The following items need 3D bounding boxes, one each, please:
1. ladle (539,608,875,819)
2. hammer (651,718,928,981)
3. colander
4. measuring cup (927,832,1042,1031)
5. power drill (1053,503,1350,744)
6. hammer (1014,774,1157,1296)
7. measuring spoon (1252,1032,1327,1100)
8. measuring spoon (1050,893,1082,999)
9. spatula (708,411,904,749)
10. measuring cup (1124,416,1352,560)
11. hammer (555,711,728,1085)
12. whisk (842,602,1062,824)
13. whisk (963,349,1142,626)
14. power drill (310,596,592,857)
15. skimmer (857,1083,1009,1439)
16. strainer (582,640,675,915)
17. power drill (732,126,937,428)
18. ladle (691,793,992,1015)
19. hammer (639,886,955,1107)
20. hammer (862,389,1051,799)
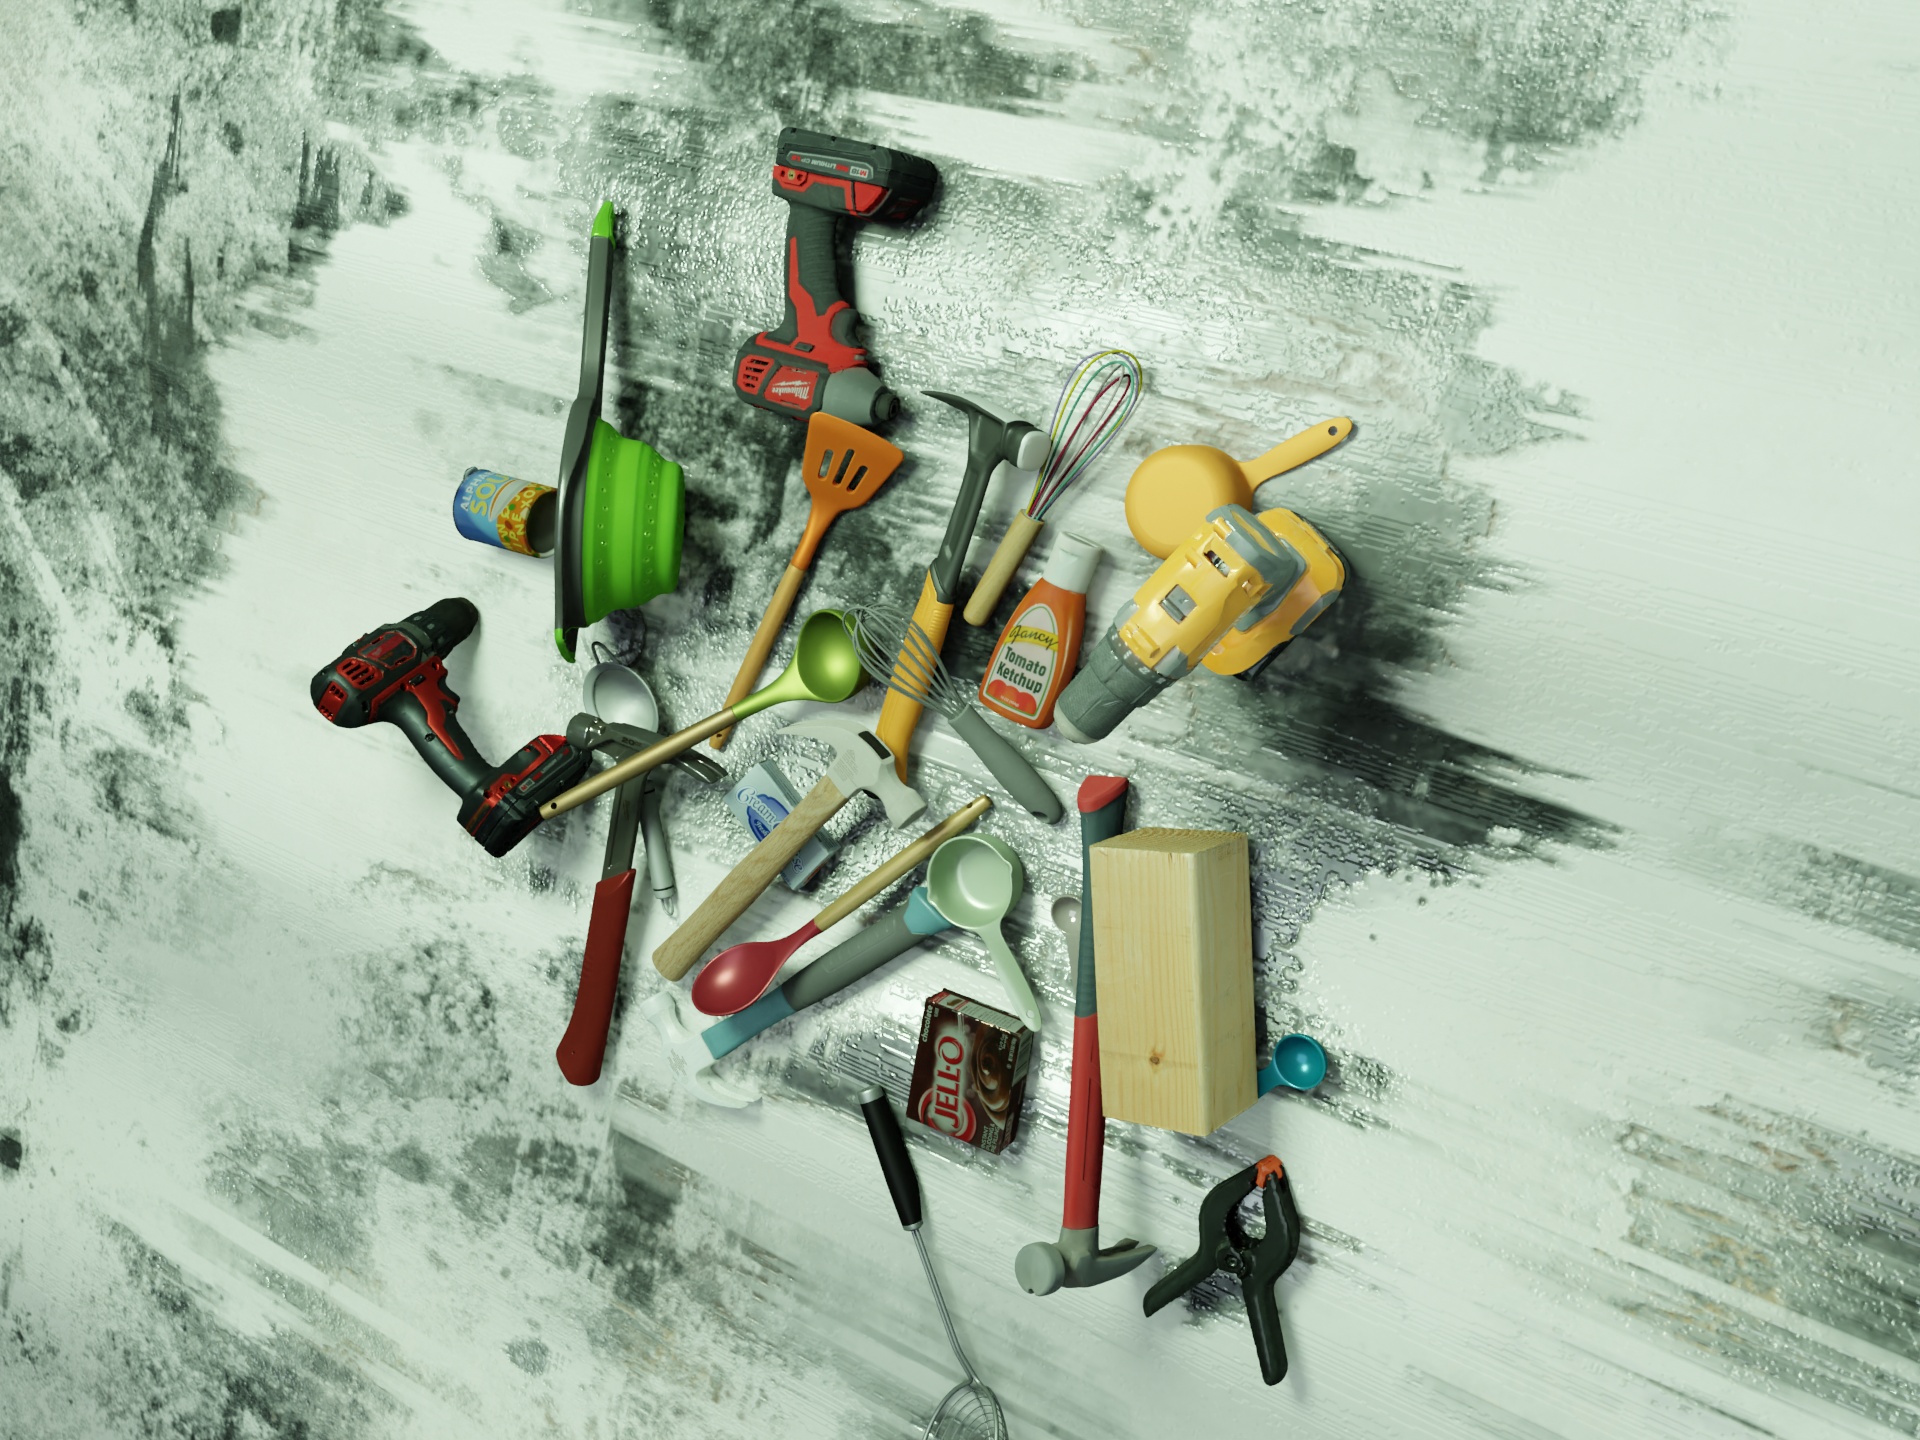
[{"bbox_3d":[-0.213,0.004,1.316,0.320,0.062,0.078,-27,75,5],"label":"ladle"},{"bbox_3d":[-0.167,0.119,1.348,0.130,0.031,0.331,51,121,11],"label":"hammer"},{"bbox_3d":[-0.278,-0.245,1.348,0.094,0.204,0.397,4,82,-8],"label":"colander"},{"bbox_3d":[0.033,0.169,1.282,0.083,0.038,0.167,-26,87,27],"label":"measuring cup"},{"bbox_3d":[0.163,-0.064,1.077,0.084,0.226,0.185,48,114,13],"label":"power drill"},{"bbox_3d":[0.111,0.236,1.230,0.038,0.143,0.386,2,86,42],"label":"hammer"},{"bbox_3d":[0.229,0.275,1.212,0.128,0.021,0.042,-40,72,35],"label":"measuring spoon"},{"bbox_3d":[0.099,0.195,1.267,0.034,0.018,0.124,-6,101,34],"label":"measuring spoon"},{"bbox_3d":[-0.147,-0.106,1.330,0.081,0.041,0.322,24,112,-8],"label":"spatula"},{"bbox_3d":[0.197,-0.174,1.142,0.173,0.052,0.095,-26,85,29],"label":"measuring cup"},{"bbox_3d":[-0.307,0.176,1.430,0.149,0.037,0.359,20,112,16],"label":"hammer"},{"bbox_3d":[-0.003,-0.003,1.231,0.055,0.055,0.238,-36,106,26],"label":"whisk"},{"bbox_3d":[0.069,-0.173,1.217,0.051,0.047,0.245,44,118,28],"label":"whisk"},{"bbox_3d":[-0.445,-0.006,1.441,0.226,0.188,0.080,42,128,-3],"label":"power drill"},{"bbox_3d":[-0.044,0.493,1.334,0.127,0.090,0.363,-26,81,58],"label":"skimmer"},{"bbox_3d":[-0.285,0.051,1.424,0.087,0.050,0.258,-3,101,33],"label":"strainer"},{"bbox_3d":[-0.096,-0.342,1.257,0.143,0.078,0.219,20,108,23],"label":"power drill"},{"bbox_3d":[-0.099,0.154,1.327,0.315,0.031,0.069,-37,42,15],"label":"ladle"},{"bbox_3d":[-0.138,0.232,1.377,0.331,0.033,0.128,-34,81,26],"label":"hammer"},{"bbox_3d":[-0.026,-0.092,1.265,0.127,0.034,0.336,37,118,41],"label":"hammer"}]
